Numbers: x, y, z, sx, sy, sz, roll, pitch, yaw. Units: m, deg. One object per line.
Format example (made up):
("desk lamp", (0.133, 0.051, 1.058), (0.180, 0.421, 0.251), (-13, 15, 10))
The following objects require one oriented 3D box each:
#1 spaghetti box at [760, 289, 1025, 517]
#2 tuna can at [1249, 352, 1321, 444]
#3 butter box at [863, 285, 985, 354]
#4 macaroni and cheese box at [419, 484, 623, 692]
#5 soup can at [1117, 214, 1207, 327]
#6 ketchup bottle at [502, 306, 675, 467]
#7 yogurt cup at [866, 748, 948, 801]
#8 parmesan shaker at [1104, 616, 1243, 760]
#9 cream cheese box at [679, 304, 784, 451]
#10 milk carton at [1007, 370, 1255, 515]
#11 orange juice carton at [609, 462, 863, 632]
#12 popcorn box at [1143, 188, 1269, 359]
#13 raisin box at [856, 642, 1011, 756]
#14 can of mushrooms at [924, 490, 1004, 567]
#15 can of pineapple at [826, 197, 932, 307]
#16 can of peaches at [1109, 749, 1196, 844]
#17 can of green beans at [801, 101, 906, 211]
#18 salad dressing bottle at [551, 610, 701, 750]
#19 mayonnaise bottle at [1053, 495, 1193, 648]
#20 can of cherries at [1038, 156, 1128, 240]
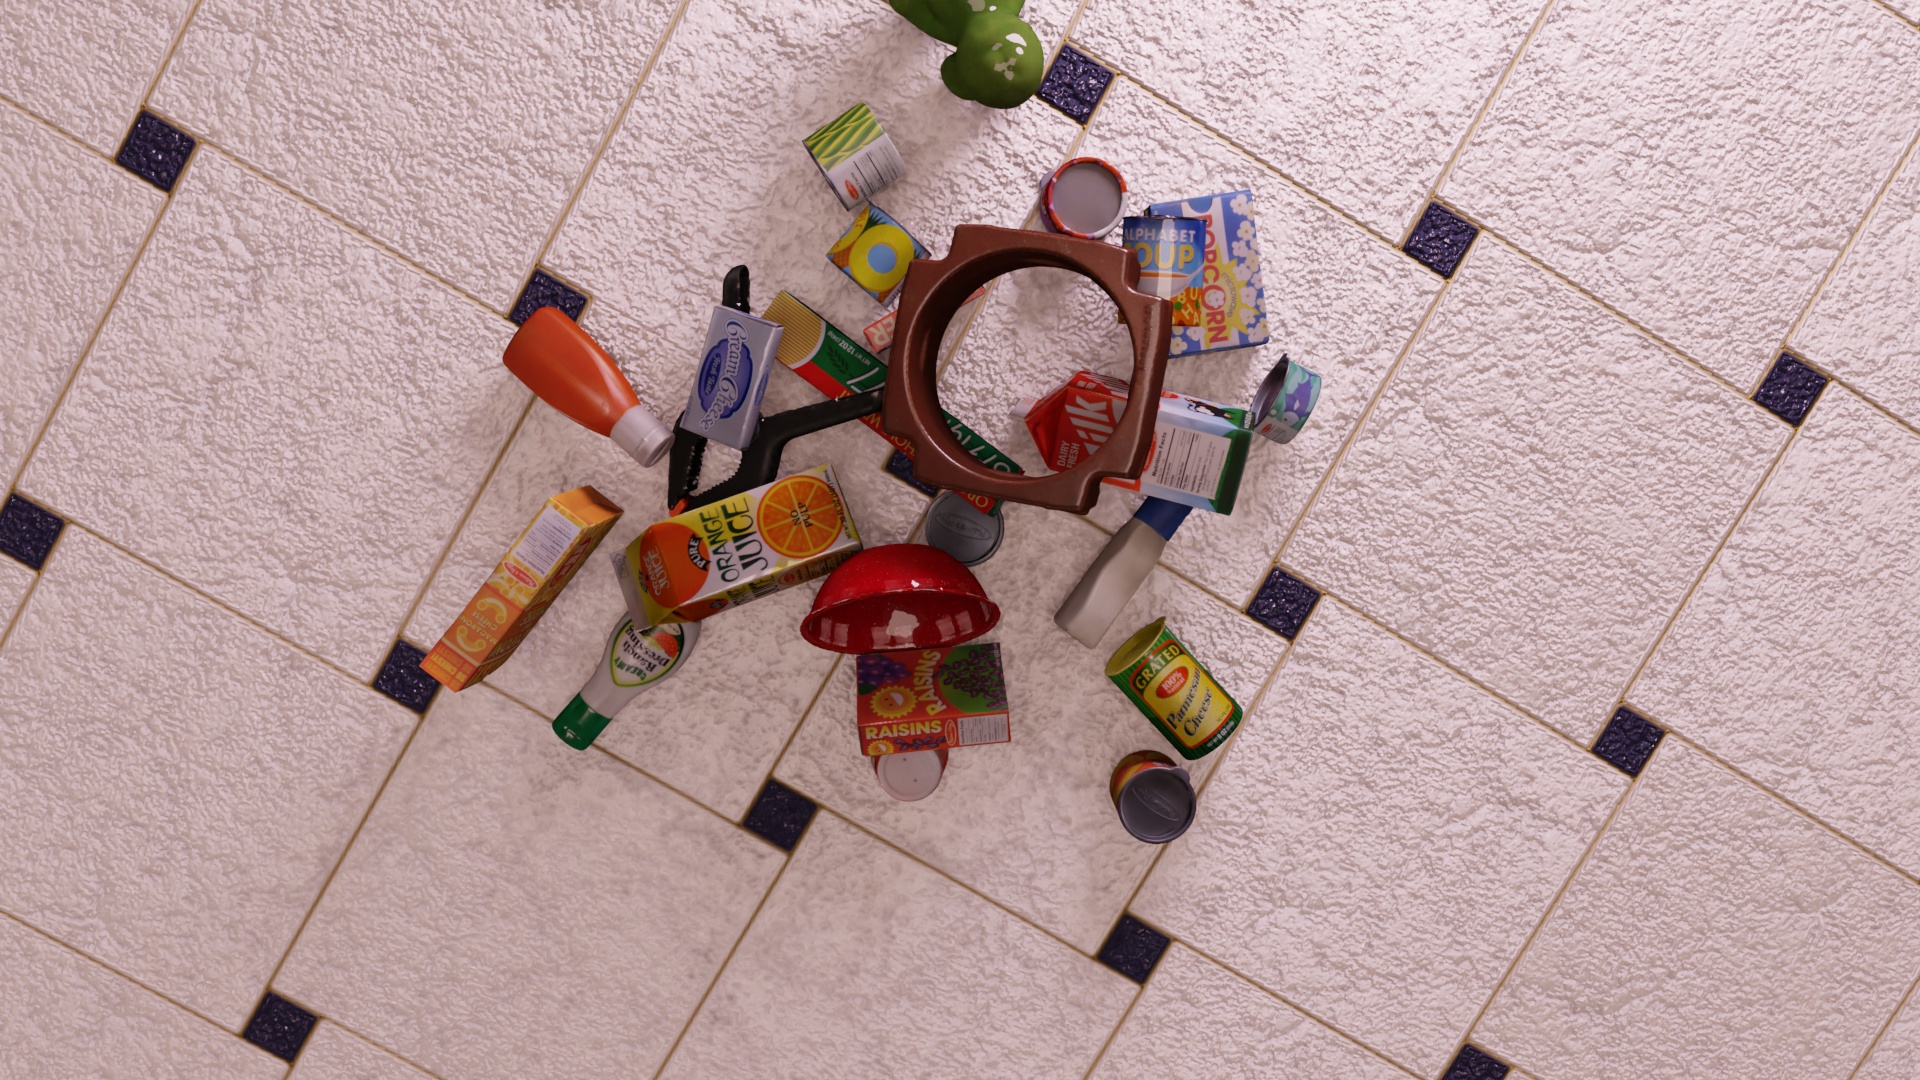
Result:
("spaghetti box", (-0.060, -0.112, 1.131), (0.250, 0.029, 0.050), (37, 95, 4))
("tuna can", (0.267, -0.116, 1.144), (0.033, 0.071, 0.071), (26, 95, -6))
("butter box", (-0.030, -0.187, 1.131), (0.103, 0.053, 0.024), (-29, 99, 1))
("macaroni and cheese box", (-0.346, 0.036, 1.108), (0.040, 0.124, 0.166), (38, 94, -5))
("soup can", (0.157, -0.210, 1.088), (0.071, 0.071, 0.083), (2, 99, -2))
("ketchup bottle", (-0.296, -0.119, 1.119), (0.149, 0.043, 0.064), (41, 103, 6))
("yogurt cup", (-0.043, 0.186, 1.172), (0.072, 0.054, 0.072), (0, 97, -3))
("parmesan shaker", (0.182, 0.125, 1.168), (0.071, 0.071, 0.103), (-43, 96, 3))
("cream cheese box", (-0.179, -0.127, 1.088), (0.053, 0.024, 0.103), (20, 102, 8))
("milk carton", (0.136, -0.086, 1.122), (0.191, 0.072, 0.073), (15, 110, 9))
("orange juice carton", (-0.180, 0.010, 1.118), (0.193, 0.073, 0.072), (-20, 77, -7))
("popcorn box", (0.202, -0.218, 1.144), (0.085, 0.038, 0.126), (-9, 97, 0))
("raisin box", (-0.024, 0.130, 1.149), (0.123, 0.086, 0.039), (-5, 129, -2))
("can of mushrooms", (0.004, -0.015, 1.162), (0.071, 0.033, 0.071), (0, 96, -1))
("can of pineapple", (-0.067, -0.231, 1.118), (0.071, 0.071, 0.058), (40, 94, -6))
("can of peaches", (0.164, 0.215, 1.181), (0.071, 0.058, 0.071), (0, 96, -2))
("can of green beans", (-0.085, -0.307, 1.109), (0.058, 0.071, 0.071), (-34, 97, 1))
("salad dressing bottle", (-0.280, 0.110, 1.159), (0.064, 0.044, 0.147), (41, 94, -8))
("mayonnaise bottle", (0.137, 0.020, 1.158), (0.041, 0.065, 0.148), (37, 90, -8))
("can of cherries", (0.097, -0.275, 1.123), (0.071, 0.058, 0.071), (0, 97, -2))
